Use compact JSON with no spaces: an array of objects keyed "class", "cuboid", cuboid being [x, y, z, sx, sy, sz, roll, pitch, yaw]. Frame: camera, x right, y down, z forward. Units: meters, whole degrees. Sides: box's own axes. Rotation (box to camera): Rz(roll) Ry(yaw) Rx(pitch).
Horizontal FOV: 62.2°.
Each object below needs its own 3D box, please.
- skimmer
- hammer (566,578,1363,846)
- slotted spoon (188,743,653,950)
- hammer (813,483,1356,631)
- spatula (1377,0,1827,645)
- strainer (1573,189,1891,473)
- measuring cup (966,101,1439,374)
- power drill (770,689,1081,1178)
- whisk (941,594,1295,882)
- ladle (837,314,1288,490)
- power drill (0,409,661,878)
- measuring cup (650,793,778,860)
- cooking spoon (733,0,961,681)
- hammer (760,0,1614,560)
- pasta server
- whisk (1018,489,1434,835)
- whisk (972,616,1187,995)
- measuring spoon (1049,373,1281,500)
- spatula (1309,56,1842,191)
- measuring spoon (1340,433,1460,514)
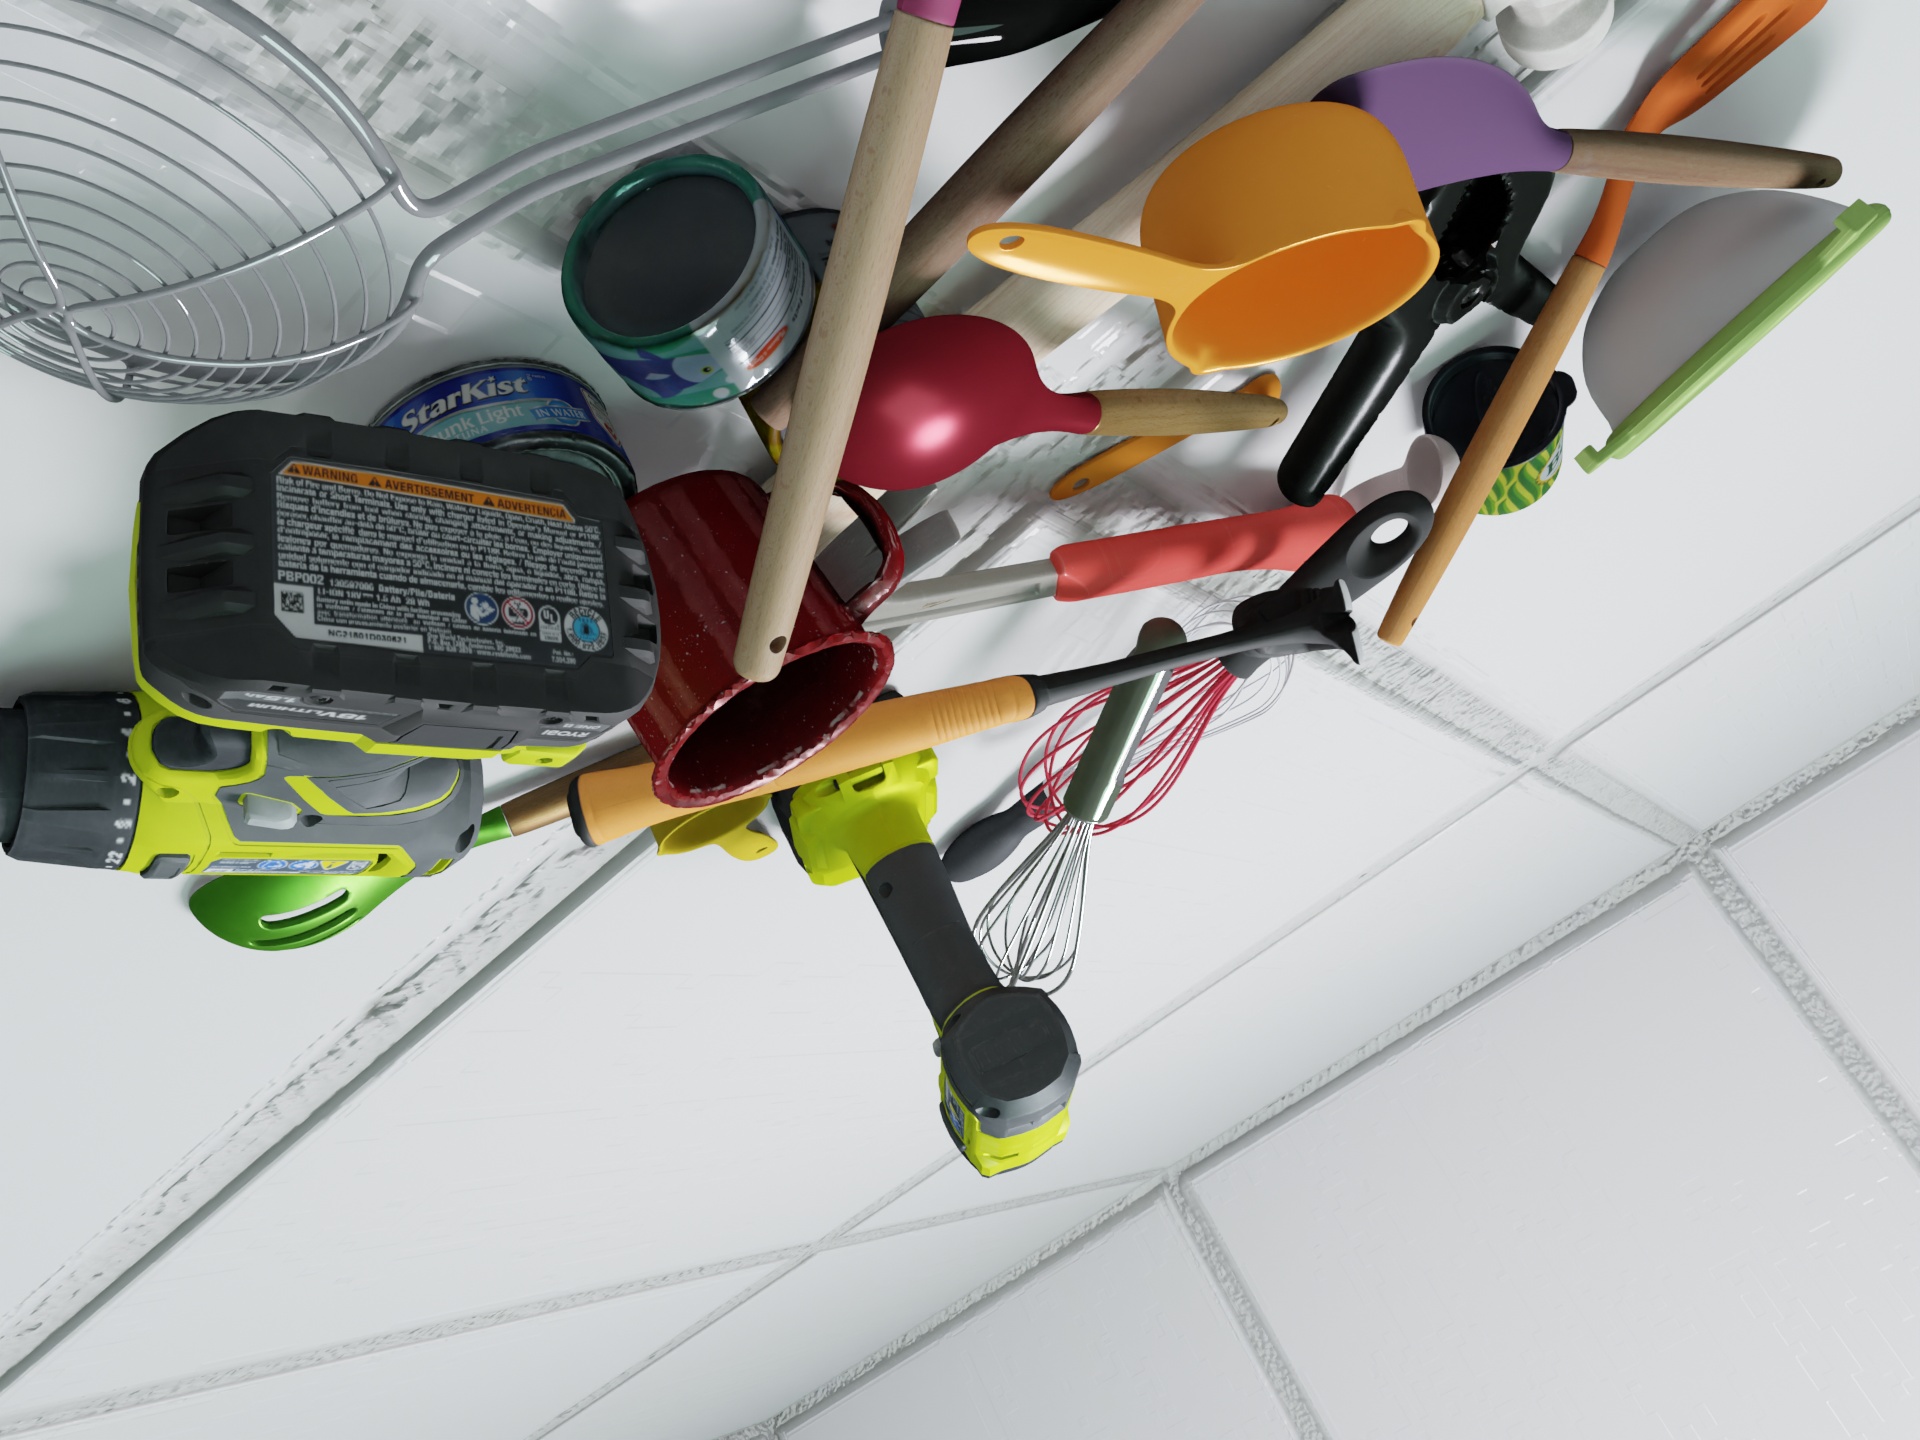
[{"class":"skimmer","cuboid":[-0.080,-0.176,0.404,0.363,0.090,0.127,-30,160,-23]},{"class":"hammer","cuboid":[-0.001,-0.002,0.673,0.337,0.034,0.127,-15,-176,-2]},{"class":"slotted spoon","cuboid":[-0.177,0.034,0.707,0.313,0.031,0.070,-23,156,-16]},{"class":"hammer","cuboid":[0.072,-0.073,0.700,0.359,0.037,0.149,-14,164,-42]},{"class":"spatula","cuboid":[0.268,-0.172,0.687,0.081,0.041,0.322,-10,129,-57]},{"class":"strainer","cuboid":[0.367,-0.212,0.773,0.151,0.069,0.256,-48,170,36]},{"class":"measuring cup","cuboid":[0.067,-0.152,0.478,0.173,0.052,0.095,-3,164,-37]},{"class":"power drill","cuboid":[-0.016,0.113,0.790,0.080,0.223,0.171,-23,155,-12]},{"class":"whisk","cuboid":[0.084,0.024,0.929,0.070,0.070,0.284,3,146,-49]},{"class":"ladle","cuboid":[0.055,-0.111,0.575,0.069,0.031,0.315,-44,165,31]},{"class":"power drill","cuboid":[-0.213,-0.004,0.481,0.190,0.080,0.228,6,158,-39]},{"class":"measuring cup","cuboid":[-0.119,0.049,0.810,0.062,0.029,0.156,-28,167,-1]},{"class":"cooking spoon","cuboid":[-0.015,-0.150,0.401,0.068,0.017,0.318,-8,126,-43]},{"class":"hammer","cuboid":[0.034,-0.156,0.555,0.410,0.038,0.146,-36,153,16]},{"class":"pasta server","cuboid":[0.059,-0.189,0.431,0.316,0.040,0.060,-43,174,13]},{"class":"whisk","cuboid":[0.124,-0.021,0.802,0.073,0.073,0.295,-4,152,-42]},{"class":"whisk","cuboid":[0.061,0.051,0.808,0.058,0.059,0.246,-50,164,-56]},{"class":"measuring spoon","cuboid":[0.093,-0.123,0.708,0.117,0.011,0.021,-27,155,-5]},{"class":"spatula","cuboid":[0.237,-0.211,0.586,0.315,0.018,0.059,-9,158,-33]},{"class":"measuring spoon","cuboid":[0.218,-0.115,0.797,0.018,0.034,0.124,-5,176,-11]}]
